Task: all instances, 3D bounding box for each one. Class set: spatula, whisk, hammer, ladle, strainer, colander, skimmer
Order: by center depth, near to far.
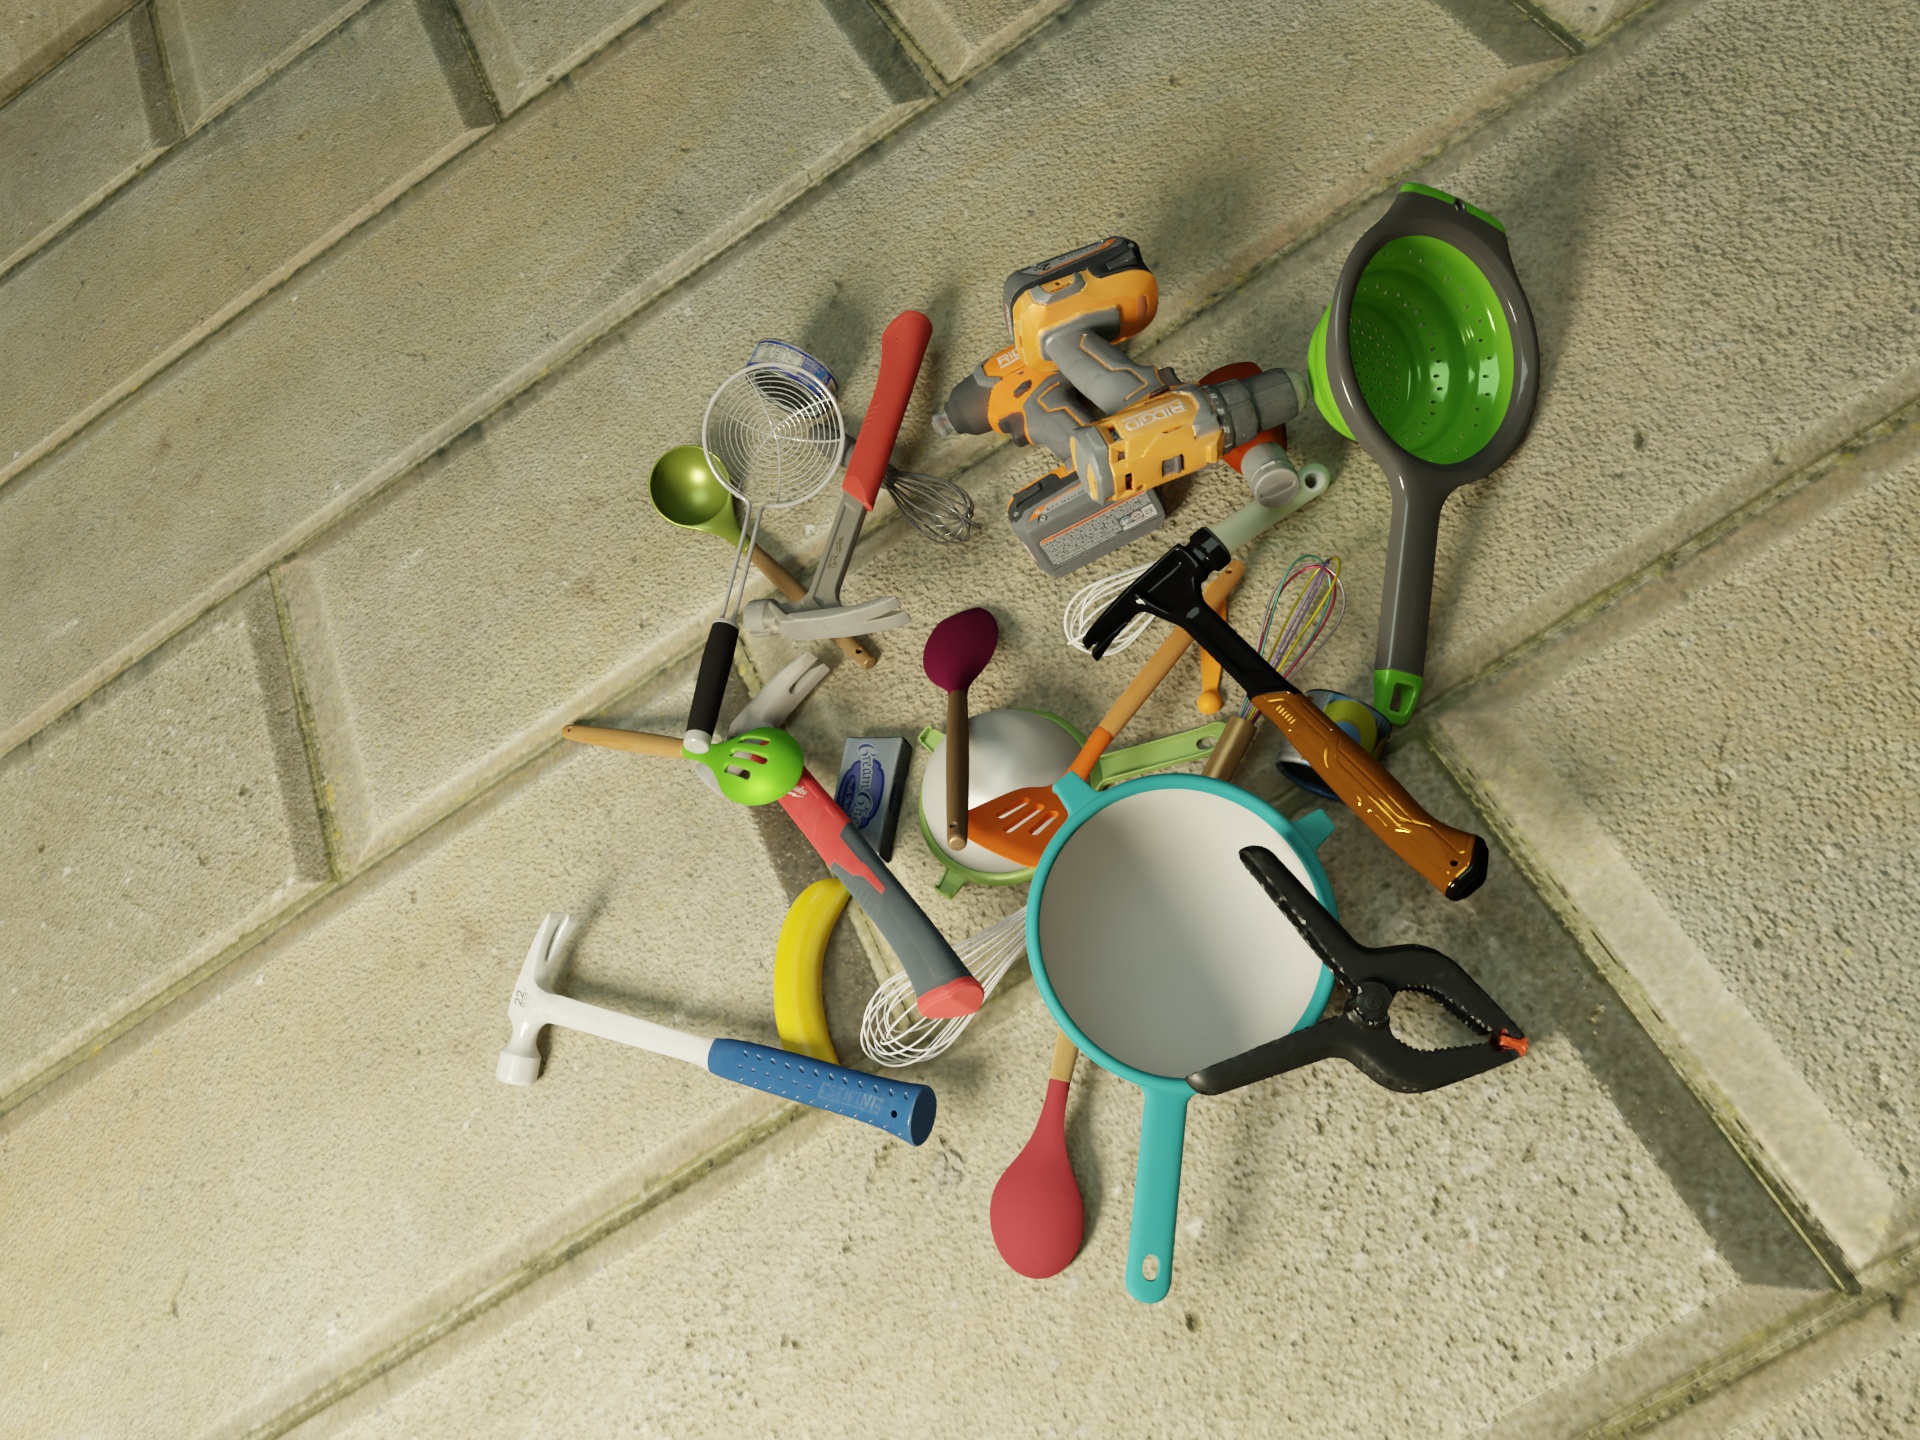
[{"bbox_3d":[0.135,0.209,1.070,0.211,0.095,0.340,9,76,-3],"label":"strainer"},{"bbox_3d":[0.226,0.004,1.092,0.127,0.034,0.337,-41,56,1],"label":"hammer"},{"bbox_3d":[0.077,0.227,1.115,0.069,0.031,0.315,6,72,24],"label":"ladle"},{"bbox_3d":[0.219,-0.018,1.168,0.047,0.051,0.245,18,76,50],"label":"whisk"},{"bbox_3d":[0.042,0.156,1.174,0.284,0.070,0.070,-39,55,-4],"label":"whisk"},{"bbox_3d":[0.120,-0.013,1.179,0.081,0.041,0.323,25,64,33],"label":"spatula"},{"bbox_3d":[0.320,-0.192,1.194,0.094,0.204,0.397,-4,76,61],"label":"colander"},{"bbox_3d":[0.078,0.033,1.207,0.256,0.069,0.152,-16,59,15],"label":"strainer"},{"bbox_3d":[-0.195,0.247,1.214,0.406,0.035,0.144,7,83,32],"label":"hammer"},{"bbox_3d":[-0.080,0.087,1.225,0.143,0.038,0.387,-48,43,2],"label":"hammer"},{"bbox_3d":[0.187,-0.129,1.259,0.246,0.059,0.058,-33,92,2],"label":"whisk"},{"bbox_3d":[-0.184,-0.145,1.358,0.127,0.090,0.364,16,57,-11],"label":"skimmer"},{"bbox_3d":[-0.072,-0.221,1.373,0.149,0.036,0.359,-4,53,28],"label":"hammer"},{"bbox_3d":[-0.064,-0.218,1.423,0.055,0.055,0.239,-49,51,-5],"label":"whisk"},{"bbox_3d":[-0.178,-0.147,1.433,0.078,0.062,0.320,-42,57,-8],"label":"ladle"}]

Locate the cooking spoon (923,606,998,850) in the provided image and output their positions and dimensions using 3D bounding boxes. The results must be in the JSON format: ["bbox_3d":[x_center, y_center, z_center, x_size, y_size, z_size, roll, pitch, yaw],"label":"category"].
[{"bbox_3d":[-0.002,-0.004,1.218,0.069,0.017,0.319,-21,32,13],"label":"cooking spoon"}]

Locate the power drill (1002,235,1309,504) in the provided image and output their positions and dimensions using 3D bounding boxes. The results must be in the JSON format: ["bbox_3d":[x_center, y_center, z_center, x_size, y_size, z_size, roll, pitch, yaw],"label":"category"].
[{"bbox_3d":[0.149,-0.282,1.251,0.185,0.084,0.226,-21,56,-5],"label":"power drill"}]

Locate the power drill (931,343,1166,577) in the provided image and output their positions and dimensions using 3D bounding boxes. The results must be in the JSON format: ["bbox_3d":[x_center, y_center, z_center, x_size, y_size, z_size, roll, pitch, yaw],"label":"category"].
[{"bbox_3d":[0.069,-0.233,1.346,0.164,0.084,0.227,-26,52,12],"label":"power drill"}]

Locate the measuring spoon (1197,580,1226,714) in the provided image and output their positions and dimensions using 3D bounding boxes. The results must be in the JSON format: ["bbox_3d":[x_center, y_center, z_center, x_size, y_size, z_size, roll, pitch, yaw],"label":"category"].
[{"bbox_3d":[0.194,-0.059,1.235,0.021,0.011,0.117,-5,63,23],"label":"measuring spoon"}]

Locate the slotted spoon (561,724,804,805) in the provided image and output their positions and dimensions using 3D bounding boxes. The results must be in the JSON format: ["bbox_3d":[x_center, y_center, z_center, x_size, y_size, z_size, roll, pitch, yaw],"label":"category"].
[{"bbox_3d":[-0.249,0.024,1.356,0.314,0.031,0.070,7,63,43],"label":"slotted spoon"}]
